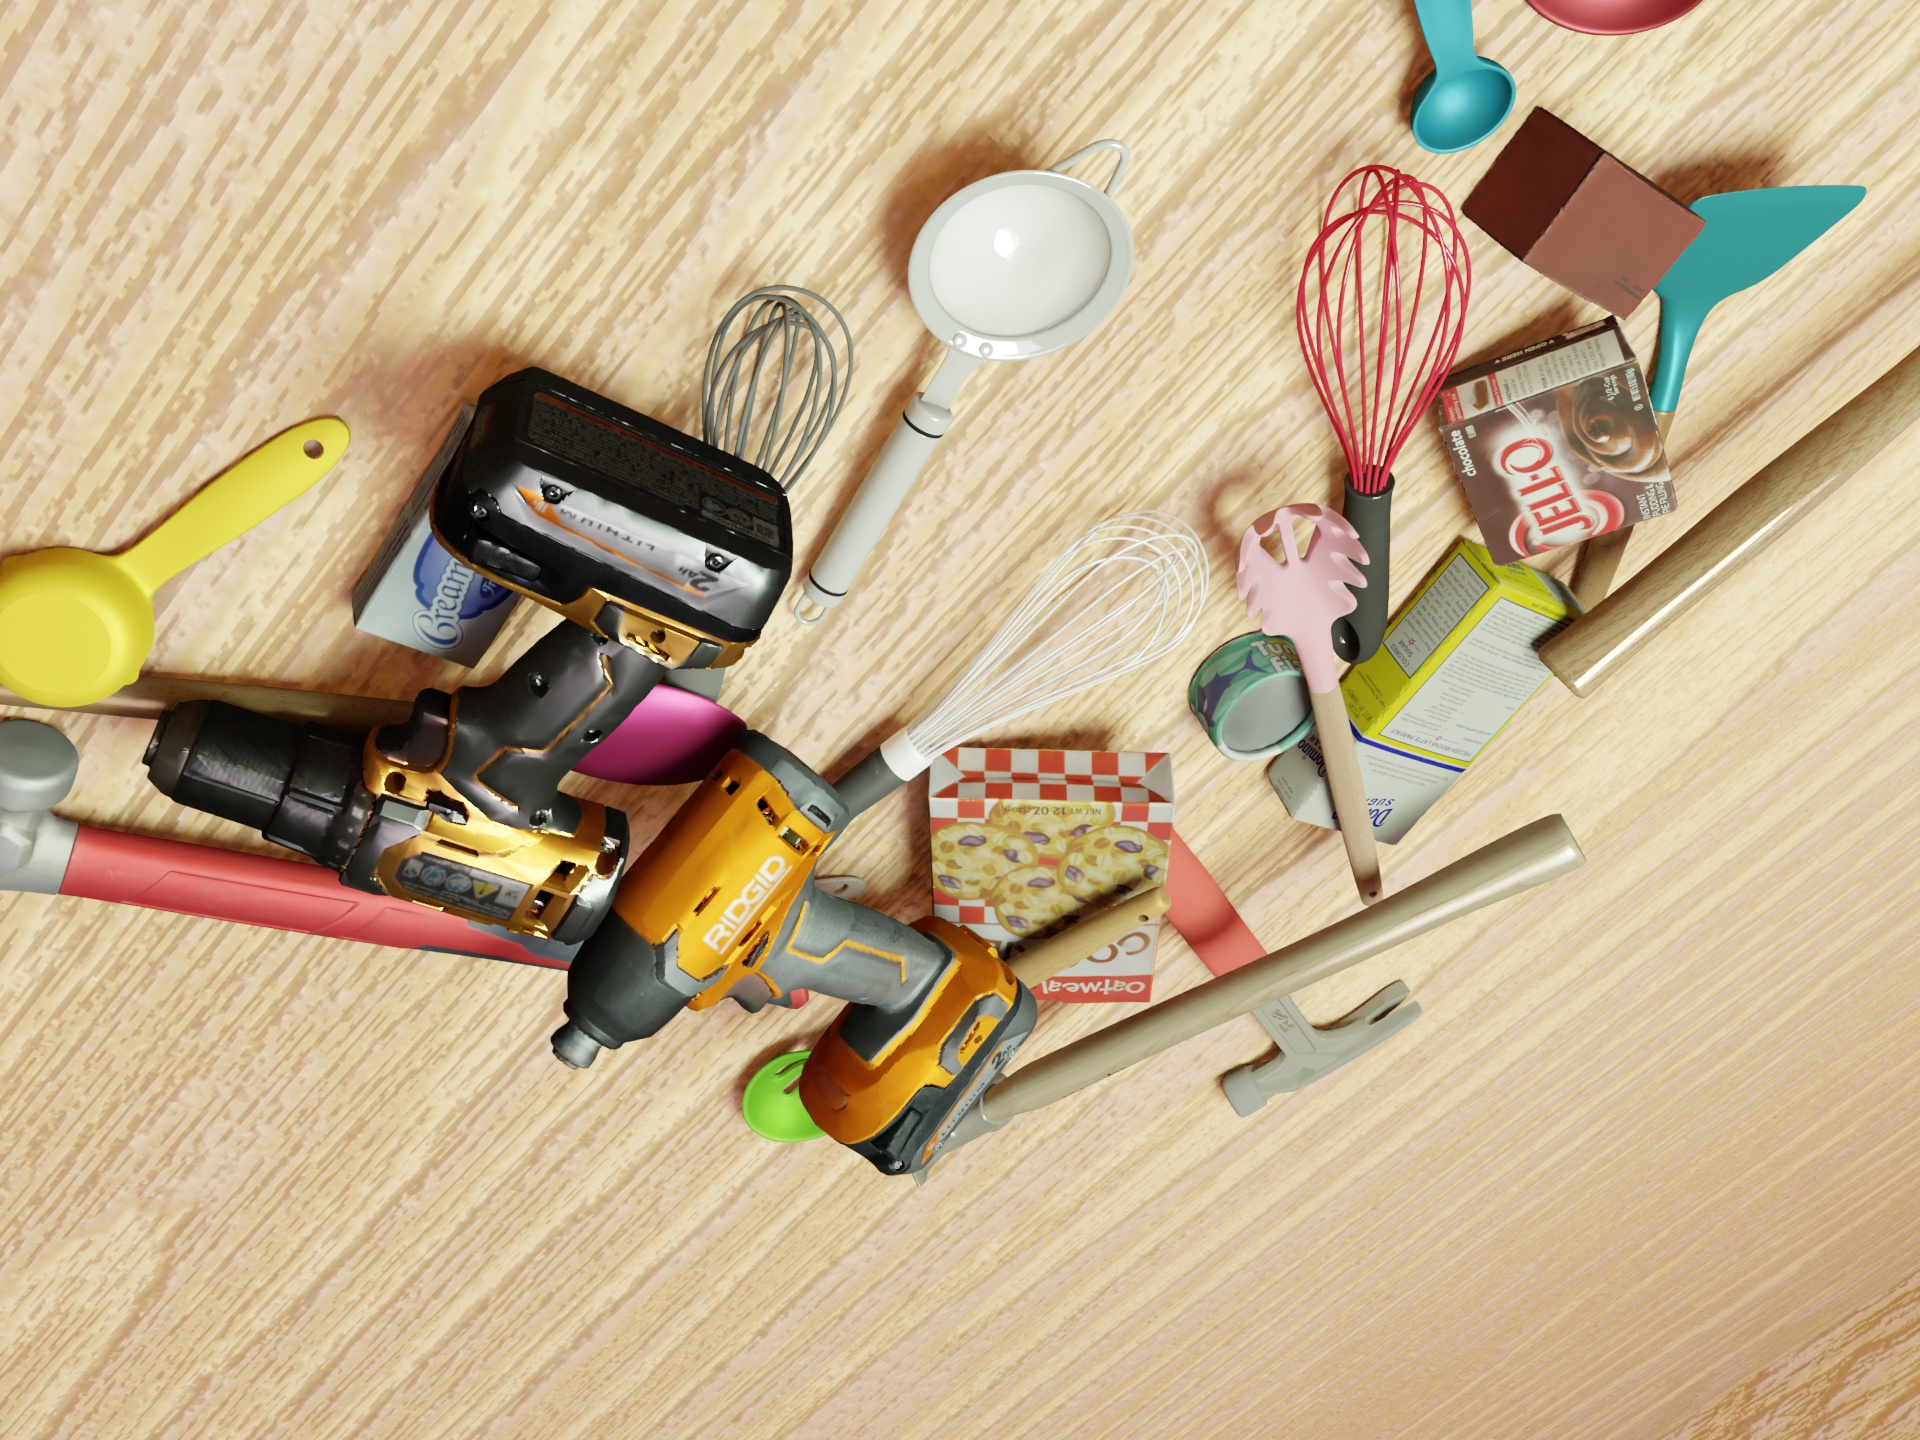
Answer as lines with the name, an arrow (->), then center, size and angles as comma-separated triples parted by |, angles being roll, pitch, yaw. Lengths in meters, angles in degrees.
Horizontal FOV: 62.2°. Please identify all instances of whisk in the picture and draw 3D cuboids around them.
whisk -> -0.002, -0.003, 0.764 | 0.284, 0.070, 0.070 | -36, 136, 18
whisk -> 0.190, -0.125, 0.734 | 0.073, 0.073, 0.295 | -20, 141, -6
whisk -> -0.094, -0.072, 0.659 | 0.055, 0.055, 0.238 | 0, 135, -26

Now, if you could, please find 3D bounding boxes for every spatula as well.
spatula -> 0.352, -0.133, 0.811 | 0.082, 0.044, 0.317 | -6, 135, -6

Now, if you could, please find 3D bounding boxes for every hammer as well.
hammer -> 0.181, 0.144, 1.000 | 0.149, 0.037, 0.358 | -33, 137, 7
hammer -> 0.428, -0.129, 0.781 | 0.331, 0.130, 0.031 | -43, 138, 15
hammer -> -0.250, 0.102, 0.736 | 0.386, 0.038, 0.143 | 16, 124, -31
hammer -> 0.151, 0.157, 0.896 | 0.410, 0.038, 0.146 | -29, 172, 18

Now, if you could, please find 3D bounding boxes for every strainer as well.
strainer -> -0.011, -0.132, 0.644 | 0.086, 0.050, 0.258 | 15, 129, -28

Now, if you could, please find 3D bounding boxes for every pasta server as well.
pasta server -> 0.192, 0.005, 0.817 | 0.060, 0.040, 0.315 | -16, 134, 10

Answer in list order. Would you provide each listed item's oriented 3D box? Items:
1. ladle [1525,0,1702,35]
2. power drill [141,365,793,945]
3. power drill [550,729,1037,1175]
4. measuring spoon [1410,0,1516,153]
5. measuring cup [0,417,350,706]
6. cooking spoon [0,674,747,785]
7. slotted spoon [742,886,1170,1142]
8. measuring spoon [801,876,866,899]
ladle -> 0.143, -0.298, 0.565 | 0.315, 0.031, 0.069 | 1, 157, -23
power drill -> -0.186, -0.018, 0.599 | 0.185, 0.084, 0.226 | 22, 123, -24
power drill -> -0.077, 0.127, 0.746 | 0.164, 0.084, 0.226 | -50, 131, -8
measuring spoon -> 0.182, -0.269, 0.605 | 0.042, 0.021, 0.128 | -21, 148, 15
measuring cup -> -0.288, -0.060, 0.579 | 0.156, 0.029, 0.062 | -35, 116, 3
cooking spoon -> -0.244, -0.001, 0.656 | 0.318, 0.017, 0.068 | 6, 138, -24
slotted spoon -> -0.008, 0.163, 0.880 | 0.313, 0.031, 0.070 | -34, 122, 31
measuring spoon -> -0.107, 0.091, 0.832 | 0.124, 0.018, 0.034 | -5, 133, -31
